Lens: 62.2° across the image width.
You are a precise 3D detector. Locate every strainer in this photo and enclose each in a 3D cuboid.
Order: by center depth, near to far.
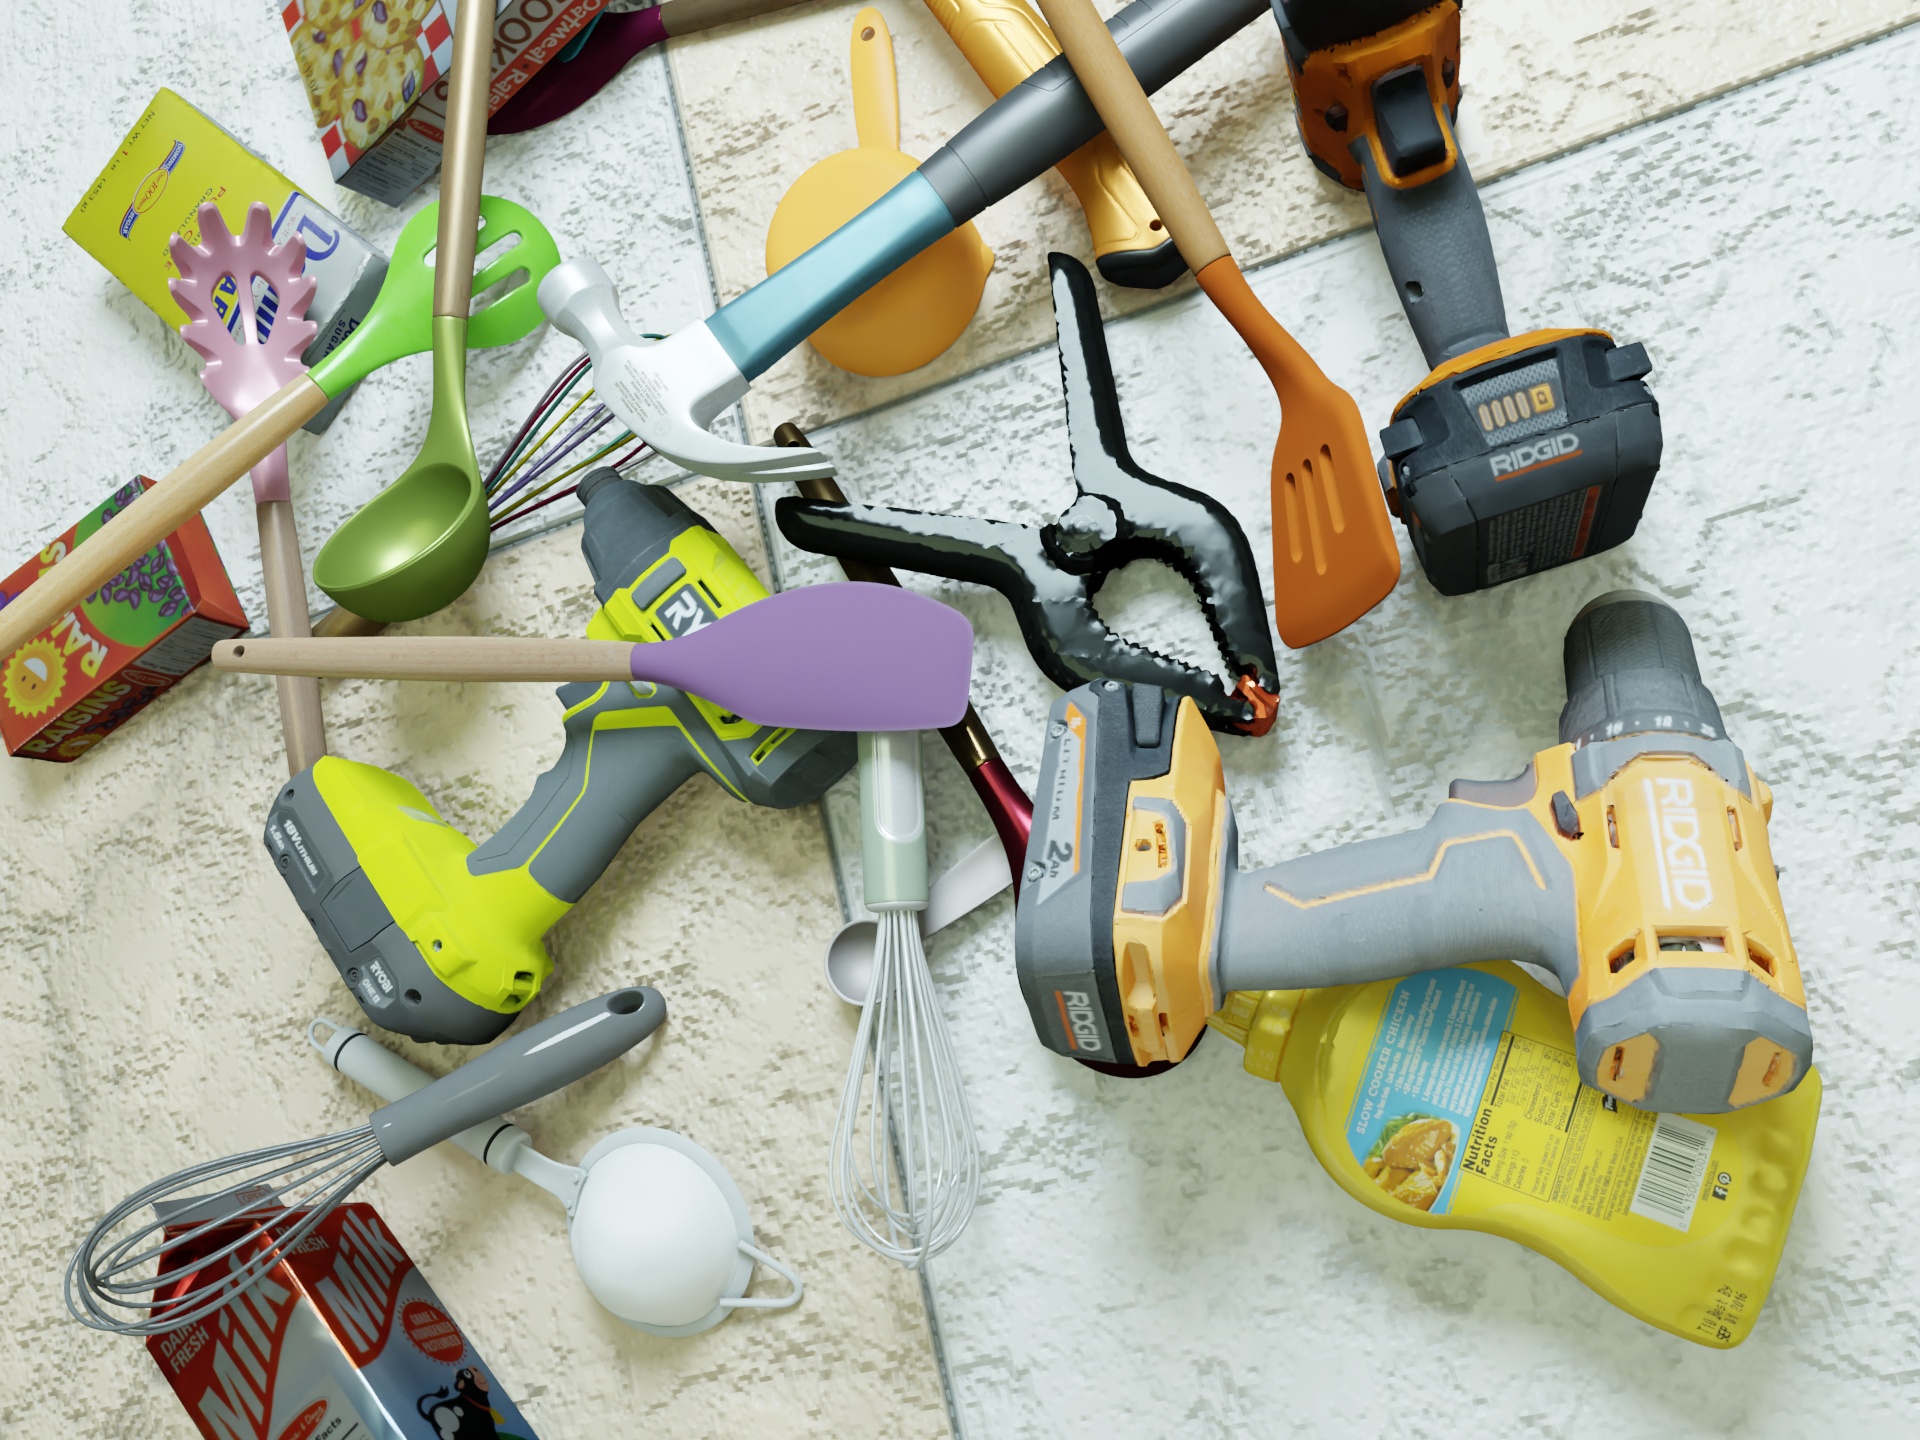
[{"bbox_3d":[-0.182,0.183,0.656,0.258,0.050,0.087,22,102,24],"label":"strainer"}]

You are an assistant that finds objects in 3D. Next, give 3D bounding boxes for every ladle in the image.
[{"bbox_3d":[-0.001,-0.002,0.629,0.069,0.031,0.316,-32,67,2],"label":"ladle"},{"bbox_3d":[-0.224,-0.199,0.675,0.078,0.062,0.320,1,85,32],"label":"ladle"}]

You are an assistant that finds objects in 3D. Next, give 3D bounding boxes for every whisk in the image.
[{"bbox_3d":[-0.023,0.077,0.596,0.057,0.059,0.246,1,79,-19],"label":"whisk"},{"bbox_3d":[-0.224,0.165,0.621,0.239,0.055,0.055,-26,70,-19],"label":"whisk"},{"bbox_3d":[-0.211,-0.094,0.714,0.245,0.051,0.047,-36,77,12],"label":"whisk"}]

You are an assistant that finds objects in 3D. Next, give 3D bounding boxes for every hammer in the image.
[{"bbox_3d":[0.001,-0.212,0.617,0.331,0.033,0.128,-35,80,3],"label":"hammer"},{"bbox_3d":[-0.001,-0.321,0.665,0.127,0.034,0.337,-36,79,4],"label":"hammer"}]

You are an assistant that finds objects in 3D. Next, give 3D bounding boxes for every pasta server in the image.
[{"bbox_3d":[-0.304,-0.072,0.712,0.060,0.040,0.316,-8,86,-22],"label":"pasta server"}]

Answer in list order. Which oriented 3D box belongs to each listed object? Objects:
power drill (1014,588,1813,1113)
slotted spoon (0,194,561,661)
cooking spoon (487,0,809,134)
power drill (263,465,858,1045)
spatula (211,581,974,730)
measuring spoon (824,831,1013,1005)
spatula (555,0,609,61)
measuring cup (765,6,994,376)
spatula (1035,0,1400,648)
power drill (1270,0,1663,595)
[{"bbox_3d":[0.143,0.031,0.524,0.226,0.084,0.185,-1,49,15],"label":"power drill"},{"bbox_3d":[-0.298,-0.127,0.691,0.314,0.031,0.070,-45,105,-16],"label":"slotted spoon"},{"bbox_3d":[-0.113,-0.331,0.736,0.319,0.017,0.069,-7,78,18],"label":"cooking spoon"},{"bbox_3d":[-0.169,0.012,0.664,0.223,0.080,0.171,-41,70,4],"label":"power drill"},{"bbox_3d":[-0.150,-0.025,0.621,0.316,0.018,0.060,1,73,12],"label":"spatula"},{"bbox_3d":[0.000,0.070,0.630,0.124,0.018,0.034,-37,69,2],"label":"measuring spoon"},{"bbox_3d":[-0.067,-0.415,0.728,0.317,0.044,0.082,-26,64,5],"label":"spatula"},{"bbox_3d":[-0.042,-0.236,0.676,0.095,0.052,0.174,-8,80,17],"label":"measuring cup"},{"bbox_3d":[0.072,-0.181,0.570,0.041,0.081,0.322,-26,85,-21],"label":"spatula"},{"bbox_3d":[0.161,-0.169,0.538,0.084,0.164,0.227,-17,77,15],"label":"power drill"}]
